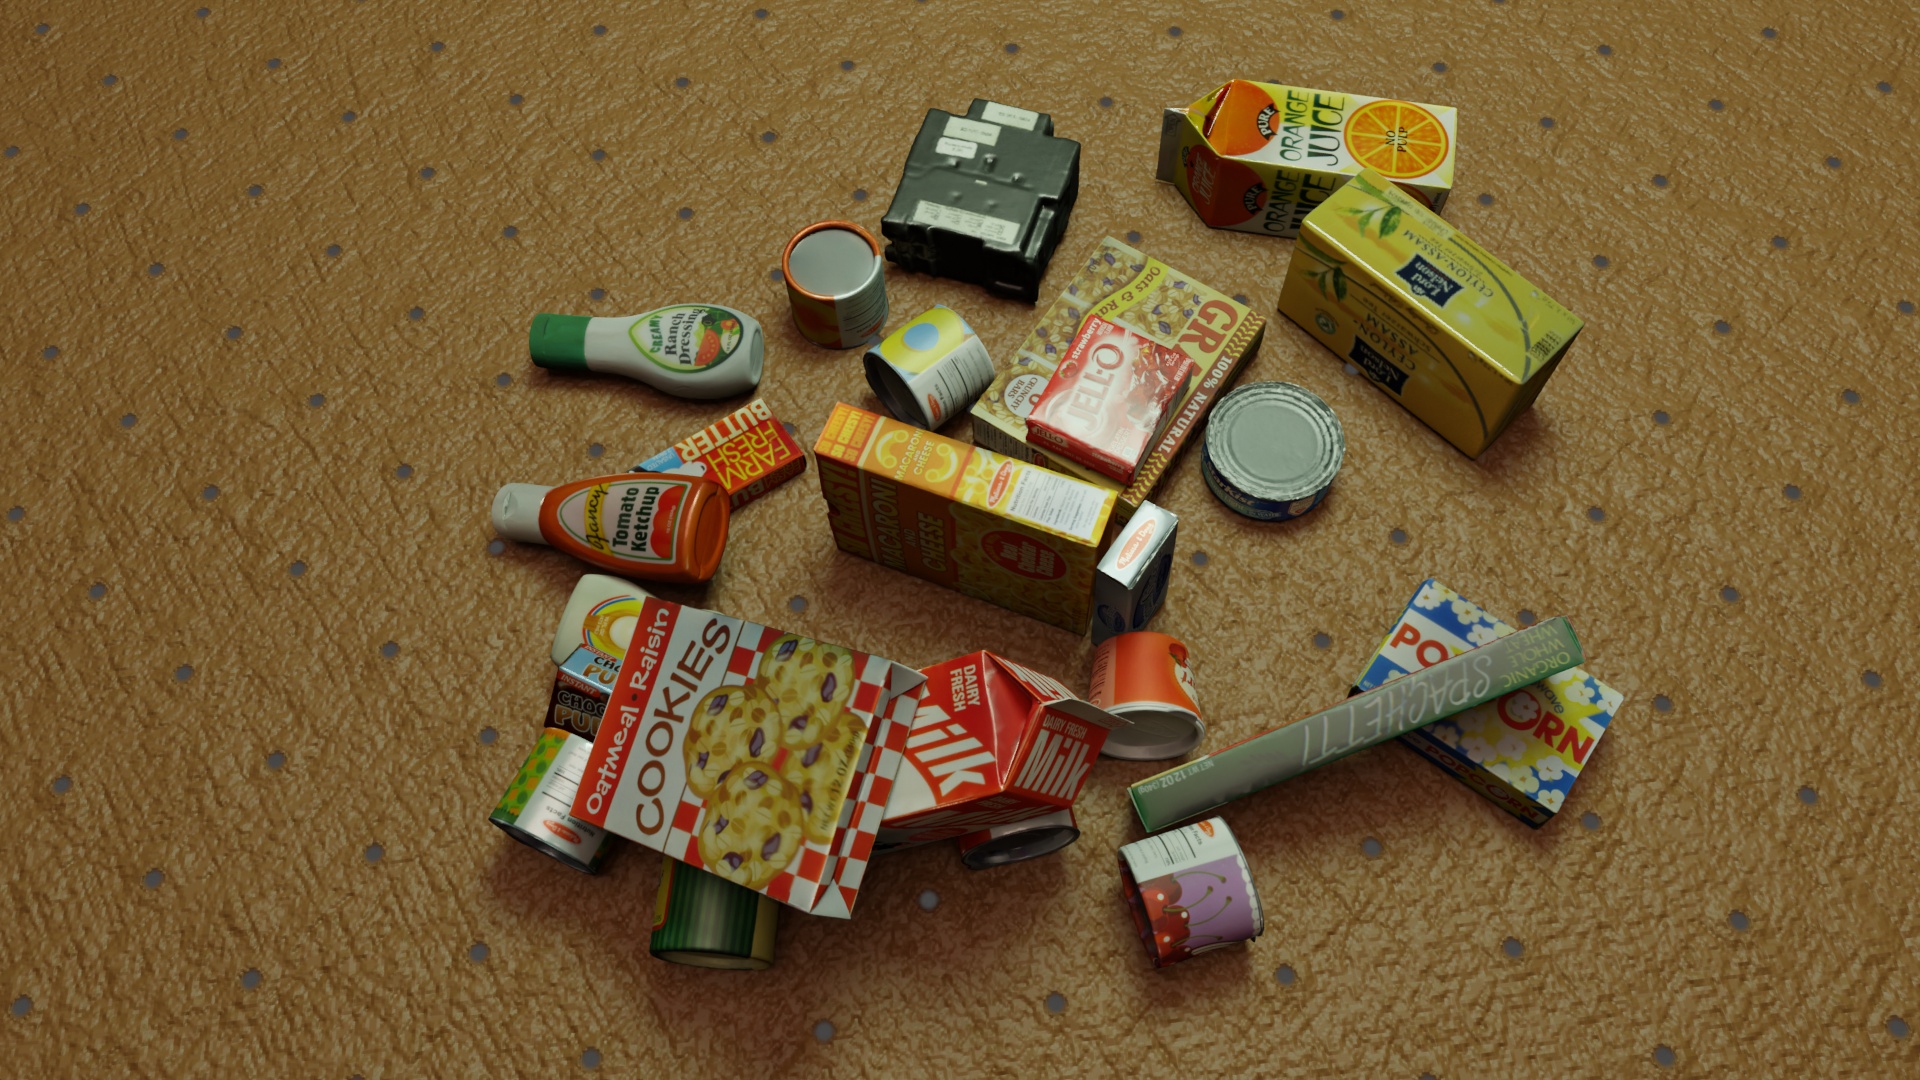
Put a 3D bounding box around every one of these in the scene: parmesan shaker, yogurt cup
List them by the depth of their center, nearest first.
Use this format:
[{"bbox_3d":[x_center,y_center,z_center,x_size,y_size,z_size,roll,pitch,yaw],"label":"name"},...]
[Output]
[{"bbox_3d":[-0.128,0.174,0.750,0.071,0.071,0.103,3,64,3],"label":"parmesan shaker"},{"bbox_3d":[0.104,0.088,0.791,0.072,0.072,0.054,1,56,2],"label":"yogurt cup"}]

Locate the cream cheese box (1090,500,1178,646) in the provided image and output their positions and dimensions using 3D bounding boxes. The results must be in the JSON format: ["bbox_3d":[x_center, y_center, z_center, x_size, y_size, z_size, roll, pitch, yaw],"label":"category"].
[{"bbox_3d":[0.100,0.025,0.798,0.024,0.103,0.053,31,68,18],"label":"cream cheese box"}]

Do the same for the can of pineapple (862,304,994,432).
[{"bbox_3d":[-0.021,-0.110,0.889,0.058,0.070,0.071,-38,69,-16],"label":"can of pineapple"}]

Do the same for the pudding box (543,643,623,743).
[{"bbox_3d":[-0.189,0.099,0.790,0.084,0.049,0.030,26,30,2],"label":"pudding box"}]

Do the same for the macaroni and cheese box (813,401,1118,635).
[{"bbox_3d":[0.003,-0.010,0.807,0.166,0.123,0.040,18,65,11],"label":"macaroni and cheese box"}]

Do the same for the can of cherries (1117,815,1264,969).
[{"bbox_3d":[0.122,0.189,0.739,0.058,0.071,0.072,-17,65,-6],"label":"can of cherries"}]

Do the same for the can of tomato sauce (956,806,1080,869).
[{"bbox_3d":[0.023,0.131,0.771,0.071,0.071,0.083,-12,64,-4],"label":"can of tomato sauce"}]

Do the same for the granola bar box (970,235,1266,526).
[{"bbox_3d":[0.102,-0.104,0.897,0.124,0.039,0.166,31,68,15],"label":"granola bar box"}]

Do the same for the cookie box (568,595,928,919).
[{"bbox_3d":[-0.110,0.105,0.704,0.167,0.040,0.123,11,78,33],"label":"cookie box"}]

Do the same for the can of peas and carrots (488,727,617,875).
[{"bbox_3d":[-0.218,0.145,0.772,0.071,0.070,0.059,22,66,12],"label":"can of peas and carrots"}]

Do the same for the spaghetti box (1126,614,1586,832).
[{"bbox_3d":[0.212,0.101,0.754,0.250,0.050,0.029,-23,76,6],"label":"spaghetti box"}]

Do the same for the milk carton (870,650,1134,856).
[{"bbox_3d":[-0.011,0.110,0.712,0.190,0.072,0.074,-20,64,27],"label":"milk carton"}]

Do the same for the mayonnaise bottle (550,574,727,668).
[{"bbox_3d":[-0.162,0.066,0.820,0.148,0.041,0.065,14,72,9],"label":"mayonnaise bottle"}]

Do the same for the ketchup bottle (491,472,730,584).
[{"bbox_3d":[-0.214,-0.011,0.842,0.149,0.043,0.065,5,77,23],"label":"ketchup bottle"}]

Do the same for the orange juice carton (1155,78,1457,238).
[{"bbox_3d":[0.232,-0.258,0.951,0.193,0.071,0.073,10,64,6],"label":"orange juice carton"}]

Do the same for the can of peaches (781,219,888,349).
[{"bbox_3d":[-0.085,-0.172,0.925,0.071,0.057,0.071,-1,65,1],"label":"can of peaches"}]

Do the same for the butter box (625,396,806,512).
[{"bbox_3d":[-0.155,-0.044,0.884,0.104,0.024,0.053,-31,68,-12],"label":"butter box"}]

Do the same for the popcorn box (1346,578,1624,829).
[{"bbox_3d":[0.298,0.092,0.795,0.127,0.038,0.085,34,70,17],"label":"popcorn box"}]

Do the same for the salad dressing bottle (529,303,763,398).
[{"bbox_3d":[-0.207,-0.127,0.915,0.148,0.043,0.064,4,65,4],"label":"salad dressing bottle"}]
